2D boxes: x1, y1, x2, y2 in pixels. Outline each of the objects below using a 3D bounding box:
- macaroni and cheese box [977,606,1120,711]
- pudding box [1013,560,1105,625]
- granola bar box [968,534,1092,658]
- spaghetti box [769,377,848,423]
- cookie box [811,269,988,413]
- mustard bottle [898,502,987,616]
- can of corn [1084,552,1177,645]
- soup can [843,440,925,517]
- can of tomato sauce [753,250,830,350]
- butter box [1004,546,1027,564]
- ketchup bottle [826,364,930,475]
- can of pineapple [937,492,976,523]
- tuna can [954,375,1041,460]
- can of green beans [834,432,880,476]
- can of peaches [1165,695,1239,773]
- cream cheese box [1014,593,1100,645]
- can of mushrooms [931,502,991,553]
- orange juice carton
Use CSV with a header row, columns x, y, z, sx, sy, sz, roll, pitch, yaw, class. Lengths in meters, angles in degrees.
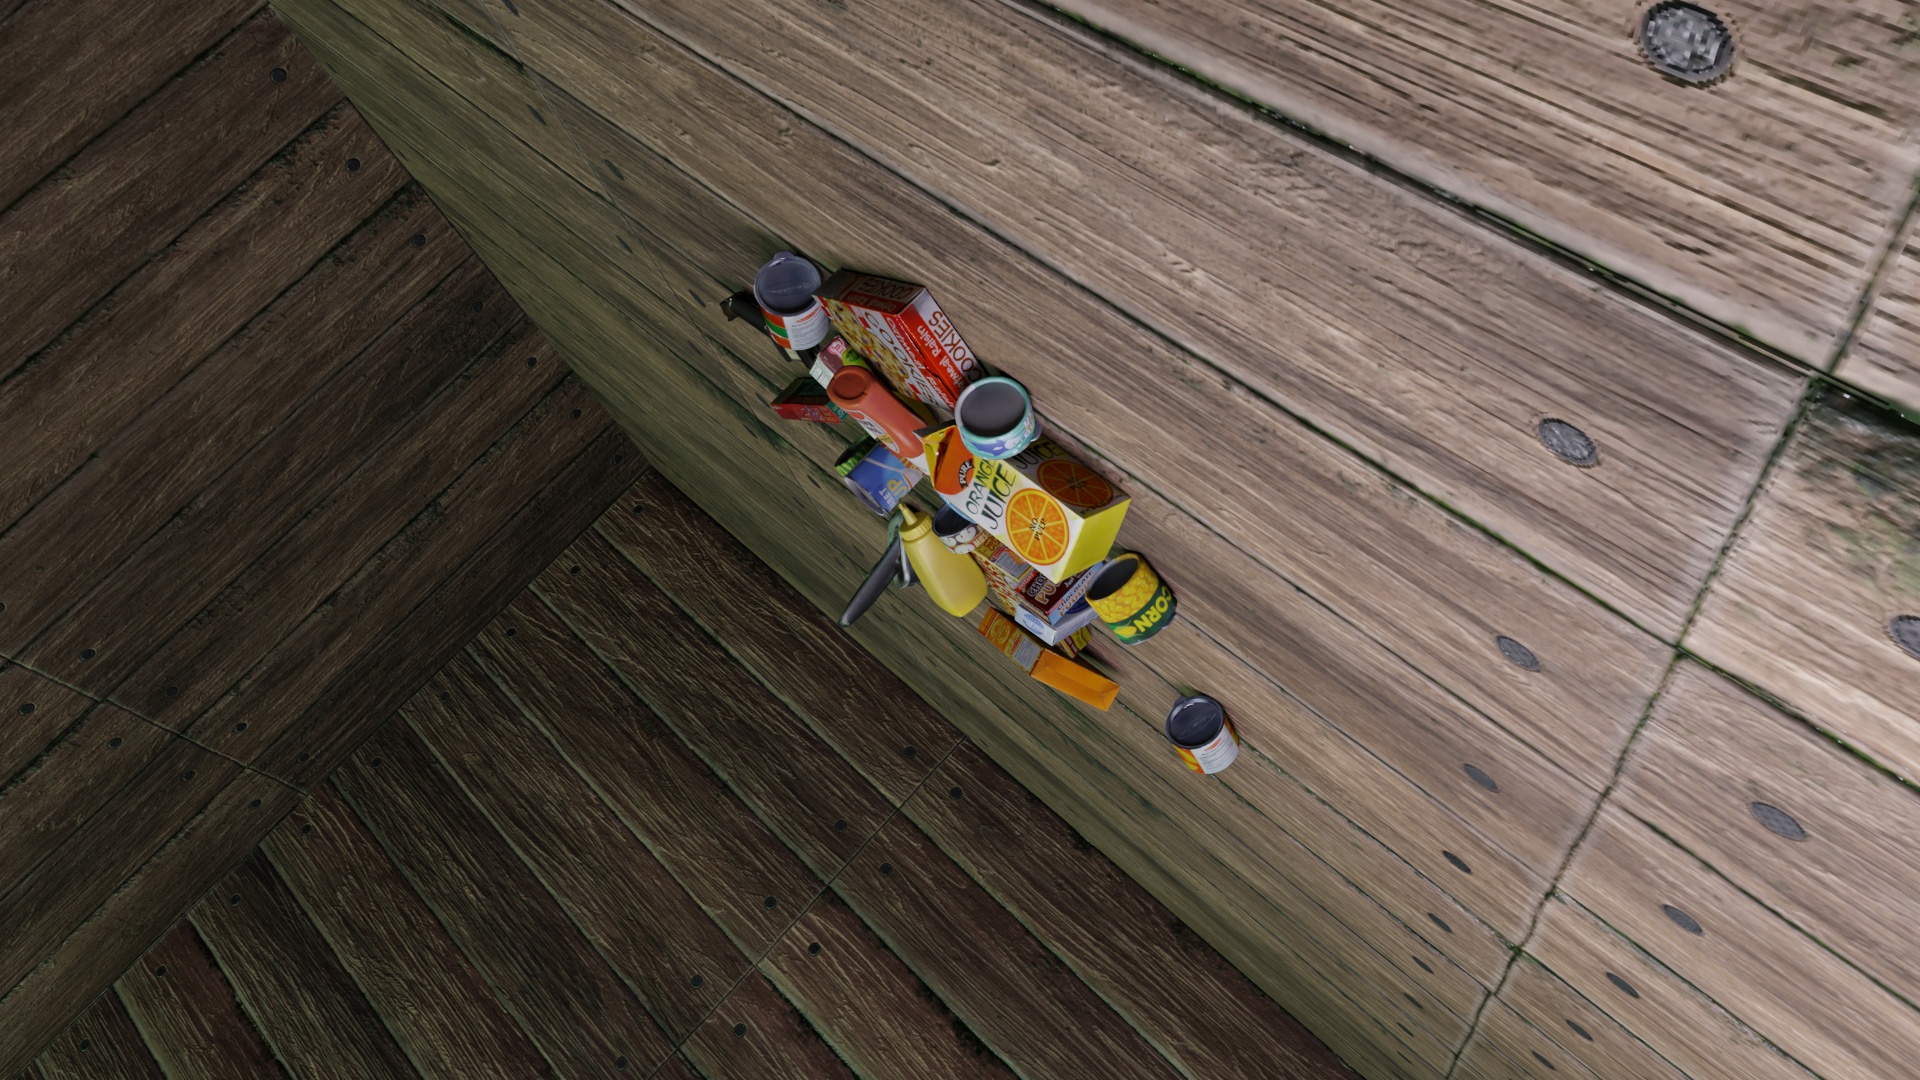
x,y,z,sx,sy,sz,roll,pitch,yaw,class
0.108,0.145,1.728,0.123,0.040,0.167,28,-176,-27,macaroni and cheese box
0.100,0.038,1.395,0.050,0.084,0.030,37,163,32,pudding box
0.076,0.056,1.646,0.124,0.039,0.165,33,165,45,granola bar box
-0.172,-0.169,1.665,0.028,0.050,0.250,47,168,-20,spaghetti box
-0.052,-0.178,1.250,0.122,0.040,0.167,51,166,-32,cookie box
-0.029,0.014,1.610,0.049,0.065,0.159,19,147,58,mustard bottle
0.159,0.054,1.290,0.058,0.071,0.071,49,167,-20,can of corn
-0.080,-0.077,1.594,0.071,0.084,0.071,41,168,11,soup can
-0.166,-0.235,1.371,0.071,0.071,0.083,41,169,11,can of tomato sauce
0.080,-0.004,1.388,0.024,0.053,0.103,47,168,-4,butter box
-0.063,-0.113,1.341,0.065,0.043,0.148,30,174,44,ketchup bottle
0.014,-0.058,1.406,0.071,0.058,0.071,41,168,11,can of pineapple
0.032,-0.104,1.172,0.071,0.071,0.032,38,165,26,tuna can
-0.112,-0.091,1.695,0.057,0.071,0.071,48,168,-16,can of green beans
0.261,0.208,1.499,0.071,0.071,0.058,32,164,45,can of peaches
0.110,0.068,1.435,0.053,0.104,0.024,35,132,29,cream cheese box
0.006,-0.020,1.557,0.071,0.071,0.033,27,160,54,can of mushrooms
0.047,-0.052,1.219,0.193,0.072,0.072,38,128,26,orange juice carton
